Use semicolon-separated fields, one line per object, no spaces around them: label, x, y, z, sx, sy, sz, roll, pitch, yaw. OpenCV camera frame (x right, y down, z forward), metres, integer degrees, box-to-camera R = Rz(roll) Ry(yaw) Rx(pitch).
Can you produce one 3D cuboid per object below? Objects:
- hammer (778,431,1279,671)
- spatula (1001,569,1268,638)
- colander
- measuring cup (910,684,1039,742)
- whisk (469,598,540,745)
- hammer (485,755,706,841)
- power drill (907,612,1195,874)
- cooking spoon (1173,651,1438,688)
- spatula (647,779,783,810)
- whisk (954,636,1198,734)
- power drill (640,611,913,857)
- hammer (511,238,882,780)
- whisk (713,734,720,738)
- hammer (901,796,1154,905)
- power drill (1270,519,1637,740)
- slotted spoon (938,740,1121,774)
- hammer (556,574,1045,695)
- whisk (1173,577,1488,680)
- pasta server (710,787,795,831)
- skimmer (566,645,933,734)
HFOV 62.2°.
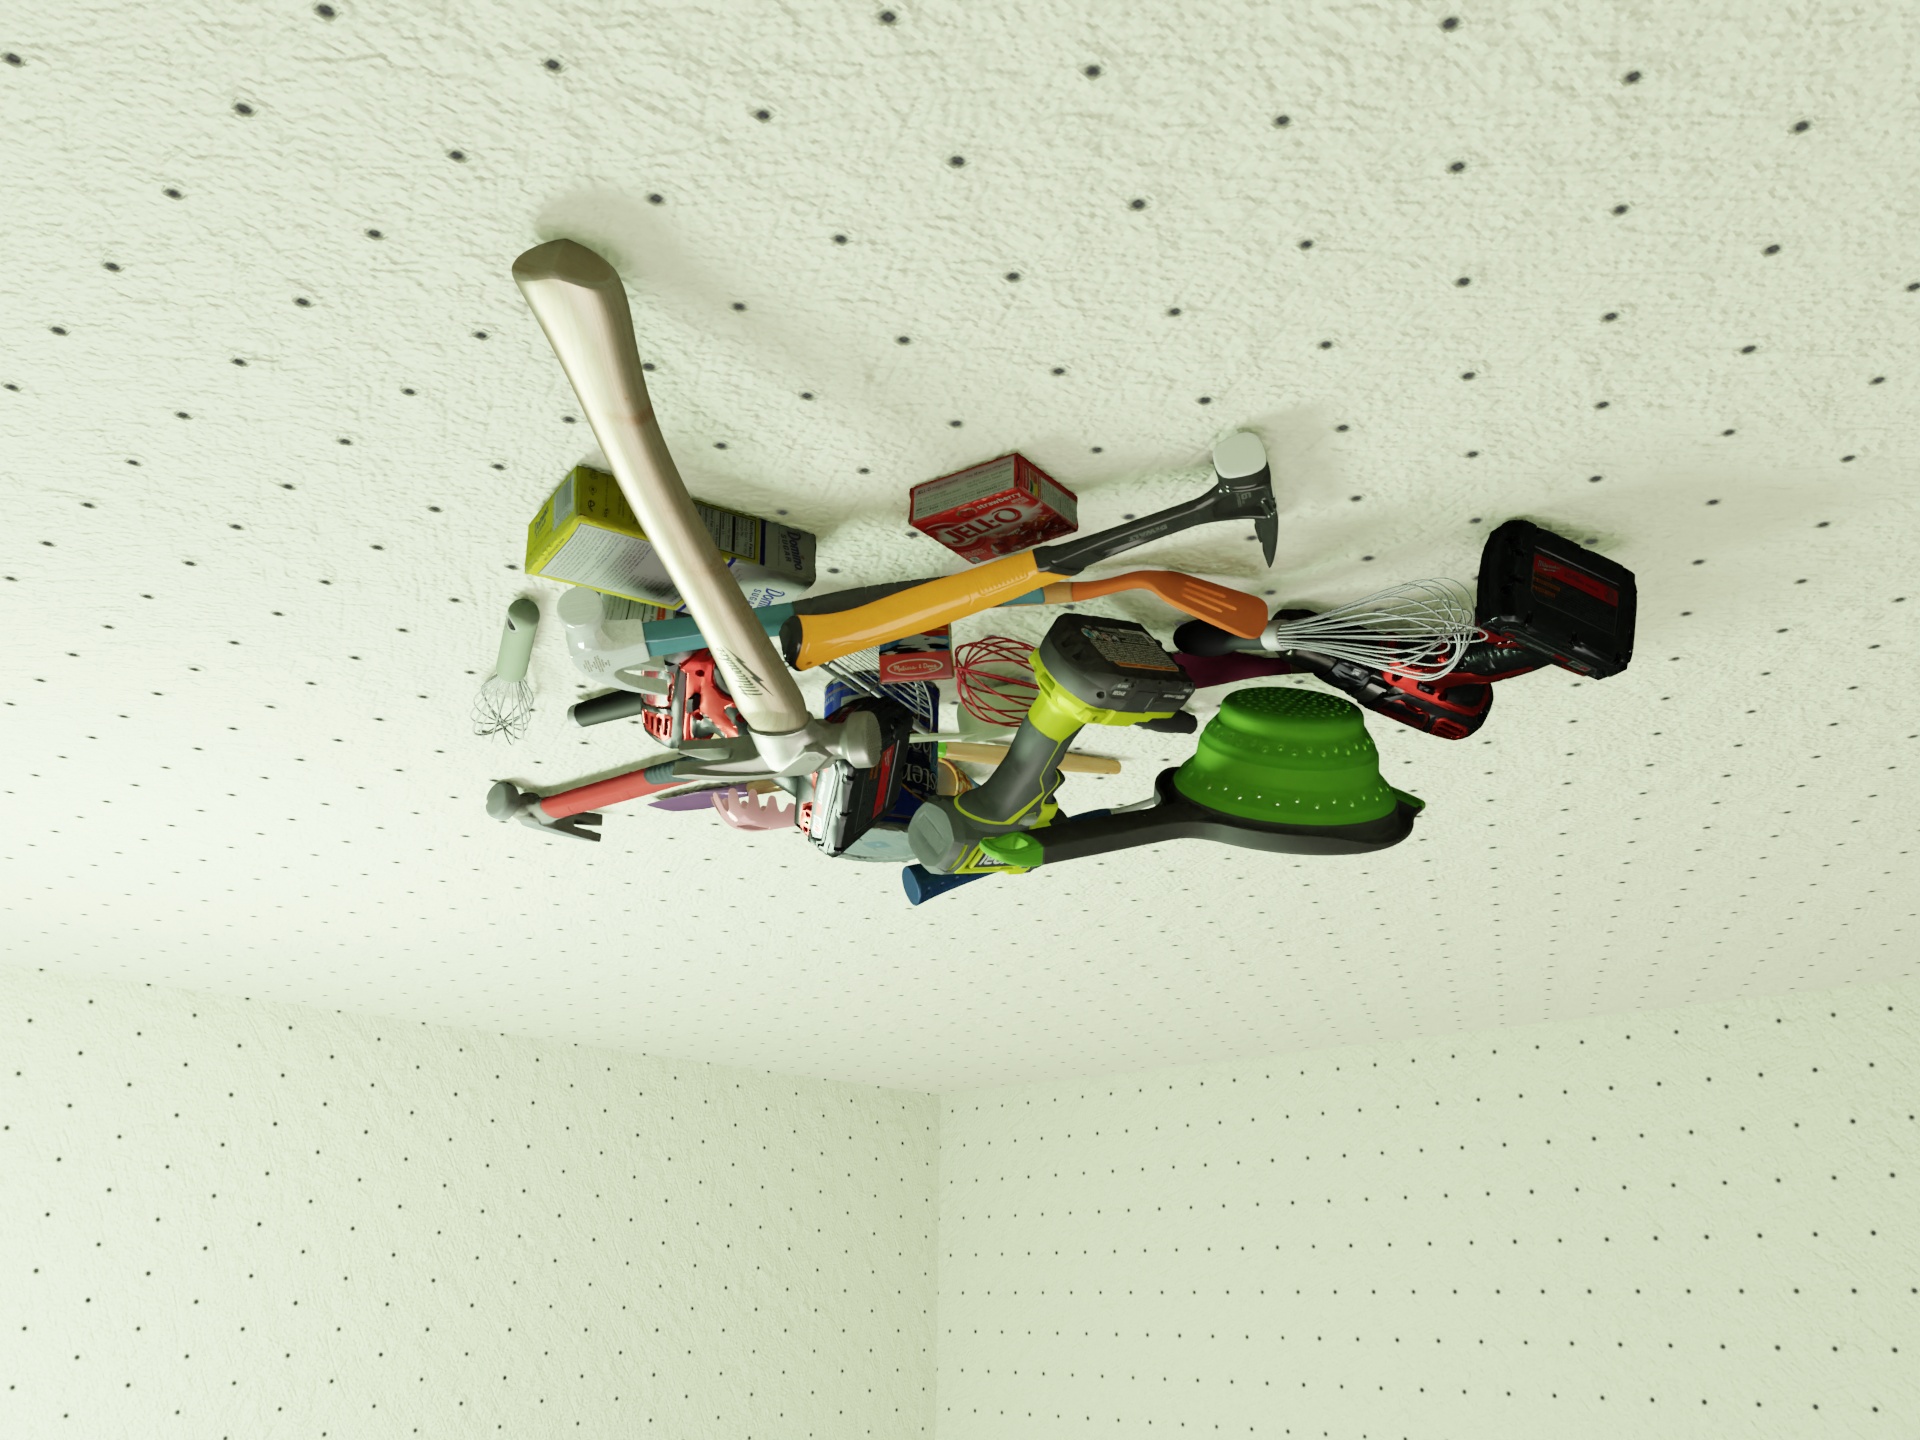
hammer;0.043;-0.094;1.043;0.337;0.034;0.127;-18;154;9
spatula;0.060;-0.084;1.162;0.322;0.041;0.081;-2;-157;15
colander;0.189;0.038;1.213;0.397;0.094;0.205;-7;-161;-32
measuring cup;-0.002;-0.004;1.330;0.167;0.038;0.083;-5;170;-37
whisk;-0.369;-0.039;1.307;0.059;0.058;0.246;-28;170;-29
hammer;-0.294;0.062;1.575;0.386;0.038;0.143;-15;156;35
power drill;0.077;0.029;1.245;0.171;0.080;0.223;3;130;-46
cooking spoon;0.294;-0.047;1.291;0.319;0.017;0.068;-5;156;16
spatula;-0.191;0.066;1.608;0.316;0.018;0.059;-13;160;35
whisk;0.101;-0.017;1.326;0.295;0.073;0.073;12;157;-42
power drill;-0.149;-0.007;1.193;0.220;0.078;0.143;31;134;20
hammer;-0.172;-0.101;0.950;0.146;0.038;0.410;-5;139;14
whisk;-0.158;0.026;1.344;0.051;0.047;0.245;-19;-158;-36
hammer;0.140;0.080;1.407;0.405;0.035;0.144;-18;163;-20
power drill;0.351;-0.062;1.159;0.187;0.080;0.226;21;157;-15
slotted spoon;0.008;0.030;1.497;0.313;0.031;0.070;6;159;-20
hammer;-0.102;-0.073;1.095;0.331;0.033;0.128;-9;159;-9
whisk;0.251;-0.061;1.134;0.070;0.070;0.285;15;173;-33
pasta server;-0.094;0.087;1.623;0.316;0.040;0.060;-2;167;-16
skimmer;-0.188;-0.007;1.310;0.363;0.090;0.127;-11;155;29
